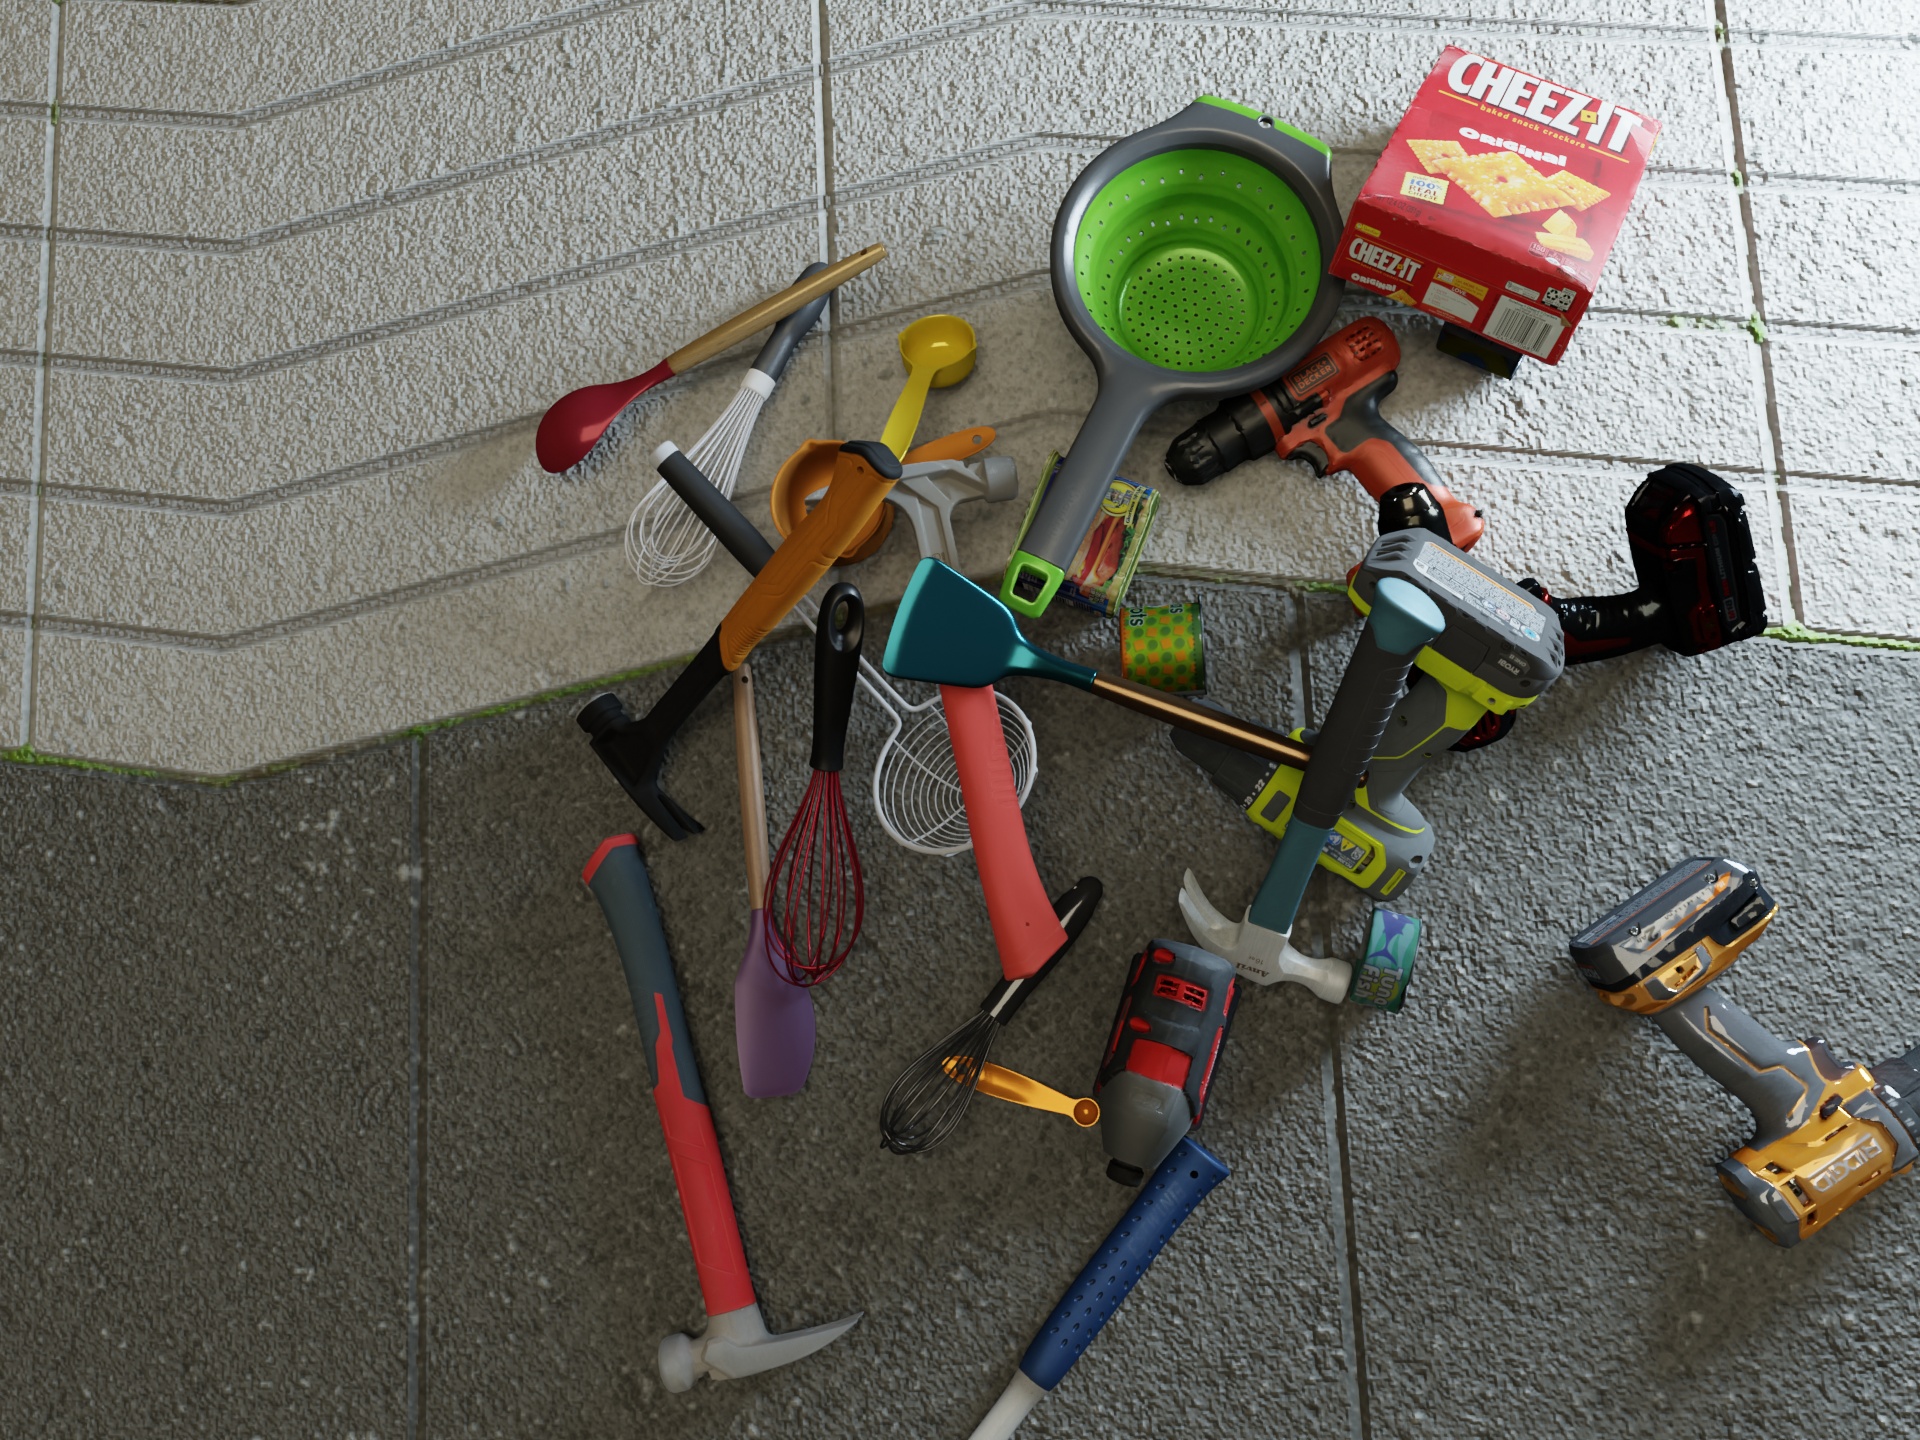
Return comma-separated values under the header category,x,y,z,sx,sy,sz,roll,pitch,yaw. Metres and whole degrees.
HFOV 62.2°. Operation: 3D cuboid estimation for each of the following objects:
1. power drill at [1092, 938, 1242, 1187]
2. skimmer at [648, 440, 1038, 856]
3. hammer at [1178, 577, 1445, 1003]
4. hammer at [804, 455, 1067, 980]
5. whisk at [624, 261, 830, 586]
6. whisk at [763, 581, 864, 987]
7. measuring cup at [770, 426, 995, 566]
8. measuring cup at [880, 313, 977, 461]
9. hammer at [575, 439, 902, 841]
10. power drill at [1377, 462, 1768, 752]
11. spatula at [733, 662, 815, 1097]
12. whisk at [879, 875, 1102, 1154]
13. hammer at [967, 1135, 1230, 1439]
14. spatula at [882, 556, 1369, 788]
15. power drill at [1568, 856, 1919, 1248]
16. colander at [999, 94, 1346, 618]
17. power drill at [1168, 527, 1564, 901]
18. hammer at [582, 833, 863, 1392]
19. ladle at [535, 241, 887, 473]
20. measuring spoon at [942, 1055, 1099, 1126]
category,x,y,z,sx,sy,sz,roll,pitch,yaw
power drill,0.127,0.212,1.003,0.078,0.219,0.143,17,84,10
skimmer,-0.093,-0.060,1.116,0.127,0.090,0.363,-43,91,2
hammer,0.226,0.051,0.993,0.128,0.330,0.033,17,42,6
hammer,-0.002,-0.003,1.070,0.149,0.036,0.359,-11,77,-3
whisk,-0.167,-0.225,1.196,0.070,0.070,0.284,26,82,11
whisk,-0.093,0.049,1.091,0.073,0.073,0.295,10,108,10
measuring cup,-0.053,-0.173,1.173,0.173,0.052,0.095,-21,79,3
measuring cup,-0.030,-0.232,1.162,0.062,0.029,0.157,11,61,15
hammer,-0.144,-0.060,1.101,0.127,0.034,0.336,50,120,11
power drill,0.393,-0.097,1.051,0.226,0.080,0.187,-20,110,6
spatula,-0.145,0.112,1.157,0.059,0.018,0.316,-1,77,-26
whisk,0.023,0.204,1.106,0.055,0.055,0.239,37,82,12
hammer,0.039,0.450,1.076,0.144,0.035,0.405,37,88,11
spatula,0.109,-0.016,1.025,0.317,0.044,0.082,20,87,10
power drill,0.530,0.194,1.021,0.185,0.084,0.226,-35,83,2
colander,0.128,-0.240,1.121,0.204,0.094,0.397,26,81,7
power drill,0.258,-0.008,1.035,0.190,0.080,0.228,34,127,6
hammer,-0.185,0.265,1.135,0.143,0.038,0.386,-17,80,4
ladle,-0.194,-0.277,1.193,0.315,0.031,0.069,-26,56,11
measuring spoon,0.042,0.259,1.118,0.117,0.011,0.021,16,80,14
